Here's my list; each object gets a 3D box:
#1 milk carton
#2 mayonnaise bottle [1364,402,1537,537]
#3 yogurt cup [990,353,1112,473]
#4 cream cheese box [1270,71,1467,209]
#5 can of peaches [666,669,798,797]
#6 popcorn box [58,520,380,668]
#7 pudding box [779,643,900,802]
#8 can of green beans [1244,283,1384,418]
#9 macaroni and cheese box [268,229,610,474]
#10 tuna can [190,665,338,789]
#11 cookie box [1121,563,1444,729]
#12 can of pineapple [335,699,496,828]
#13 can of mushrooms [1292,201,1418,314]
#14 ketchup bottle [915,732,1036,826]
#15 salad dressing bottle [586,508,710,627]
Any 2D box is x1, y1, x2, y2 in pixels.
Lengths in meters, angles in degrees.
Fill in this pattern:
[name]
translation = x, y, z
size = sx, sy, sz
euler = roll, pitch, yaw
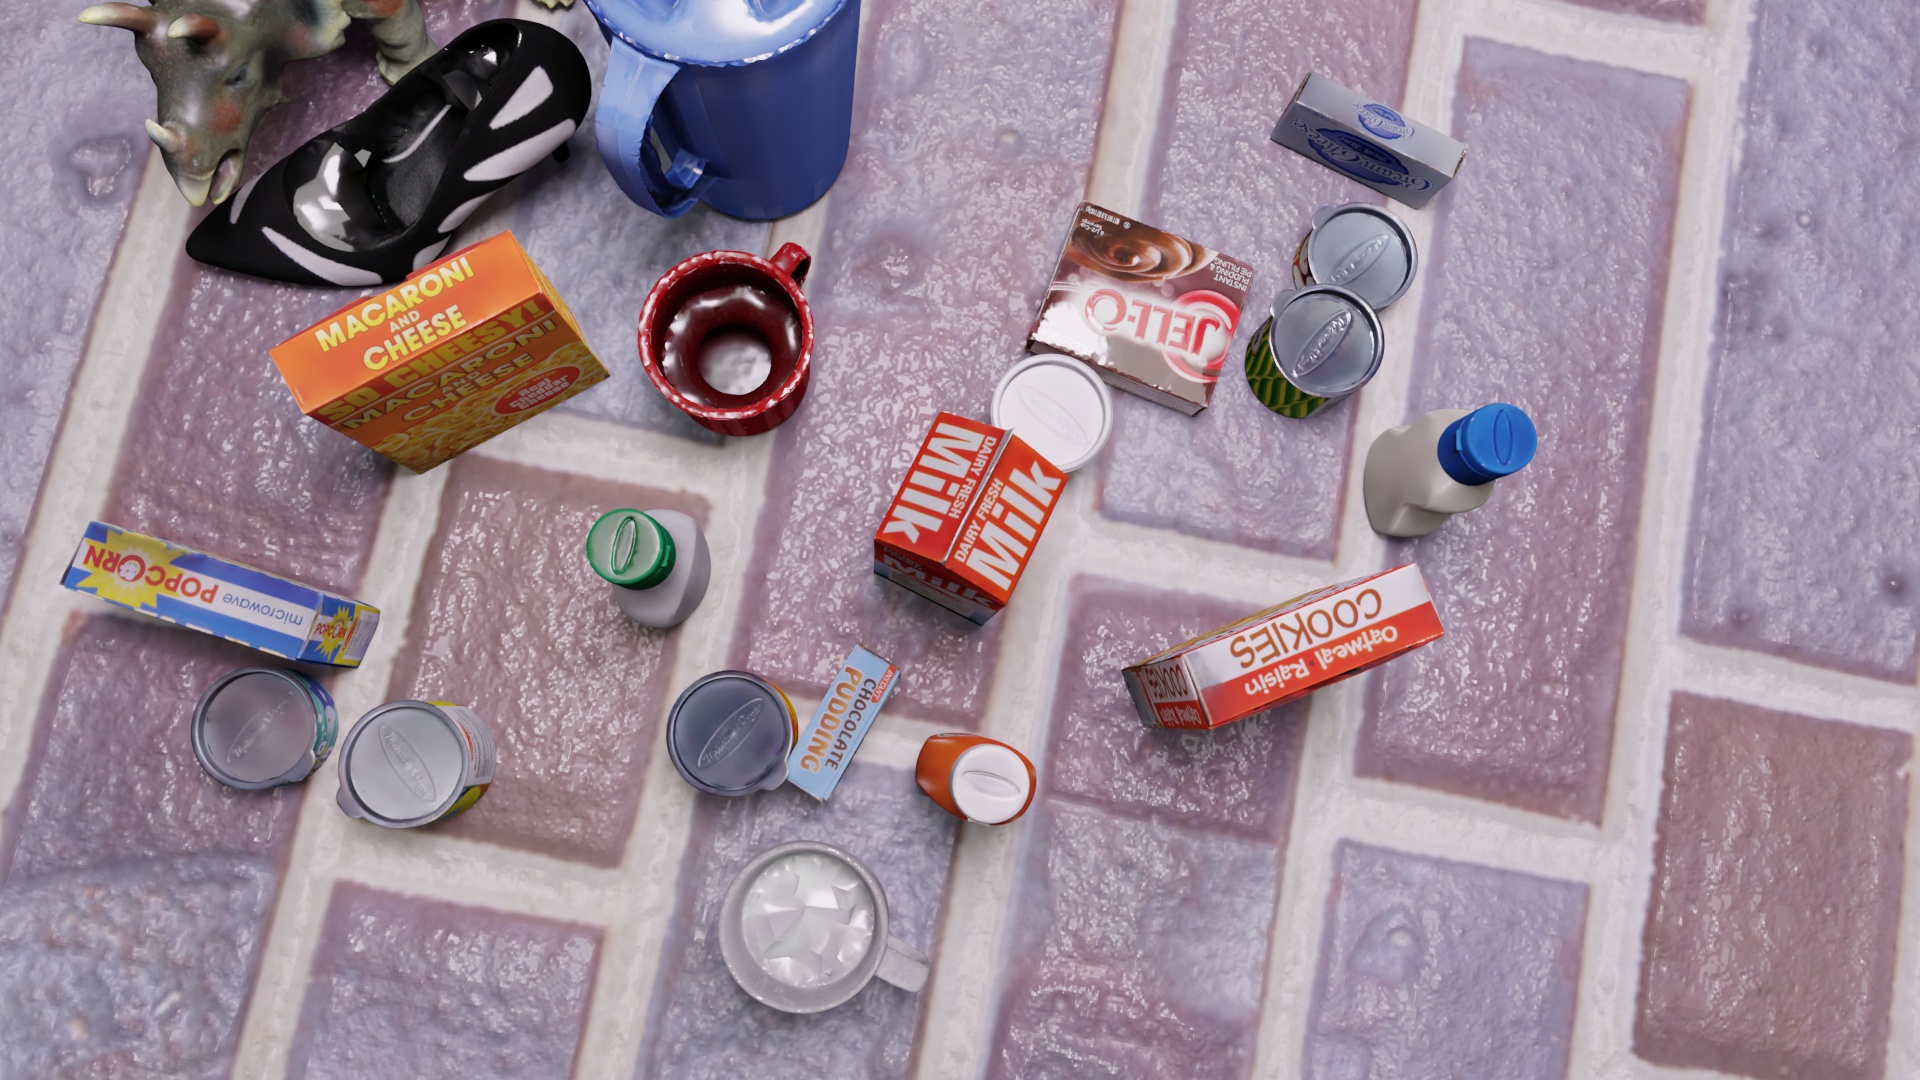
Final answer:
[milk carton]
translation = 0.003, -0.009, 0.712
size = 0.073, 0.190, 0.072
euler = 27, 82, 0
[mayonnaise bottle]
translation = 0.262, -0.041, 0.754
size = 0.041, 0.148, 0.065
euler = 2, 83, -3
[yogurt cup]
translation = 0.049, -0.067, 0.792
size = 0.072, 0.054, 0.072
euler = 0, 82, -3
[cream cheese box]
translation = 0.242, -0.237, 0.828
size = 0.104, 0.053, 0.024
euler = 26, 82, 0
[can of peaches]
translation = -0.121, 0.106, 0.756
size = 0.071, 0.058, 0.071
euler = 0, 82, -3
[popcorn box]
translation = -0.387, 0.031, 0.736
size = 0.127, 0.085, 0.038
euler = 18, 82, -1
[pudding box]
translation = -0.065, 0.100, 0.764
size = 0.030, 0.049, 0.084
euler = 30, 82, 1
[can of green beans]
translation = 0.204, -0.109, 0.805
size = 0.071, 0.057, 0.071
euler = 0, 82, -3
[macaroni and cheese box]
translation = -0.261, -0.092, 0.720
size = 0.124, 0.166, 0.040
euler = -29, 85, -7
[tuna can]
translation = -0.374, 0.103, 0.753
size = 0.071, 0.033, 0.071
euler = 0, 82, -3
[cookie box]
translation = 0.160, 0.059, 0.724
size = 0.123, 0.167, 0.040
euler = -21, 85, -6
[can of pineapple]
translation = -0.291, 0.119, 0.744
size = 0.071, 0.058, 0.071
euler = 0, 82, -3
[can of mushrooms]
translation = 0.233, -0.167, 0.827
size = 0.071, 0.033, 0.071
euler = 0, 82, -3
[ketchup bottle]
translation = 0.010, 0.123, 0.716
size = 0.065, 0.148, 0.043
euler = 16, 82, -1
[salad dressing bottle]
translation = -0.161, 0.011, 0.721
size = 0.044, 0.147, 0.064
euler = 12, 82, -2
